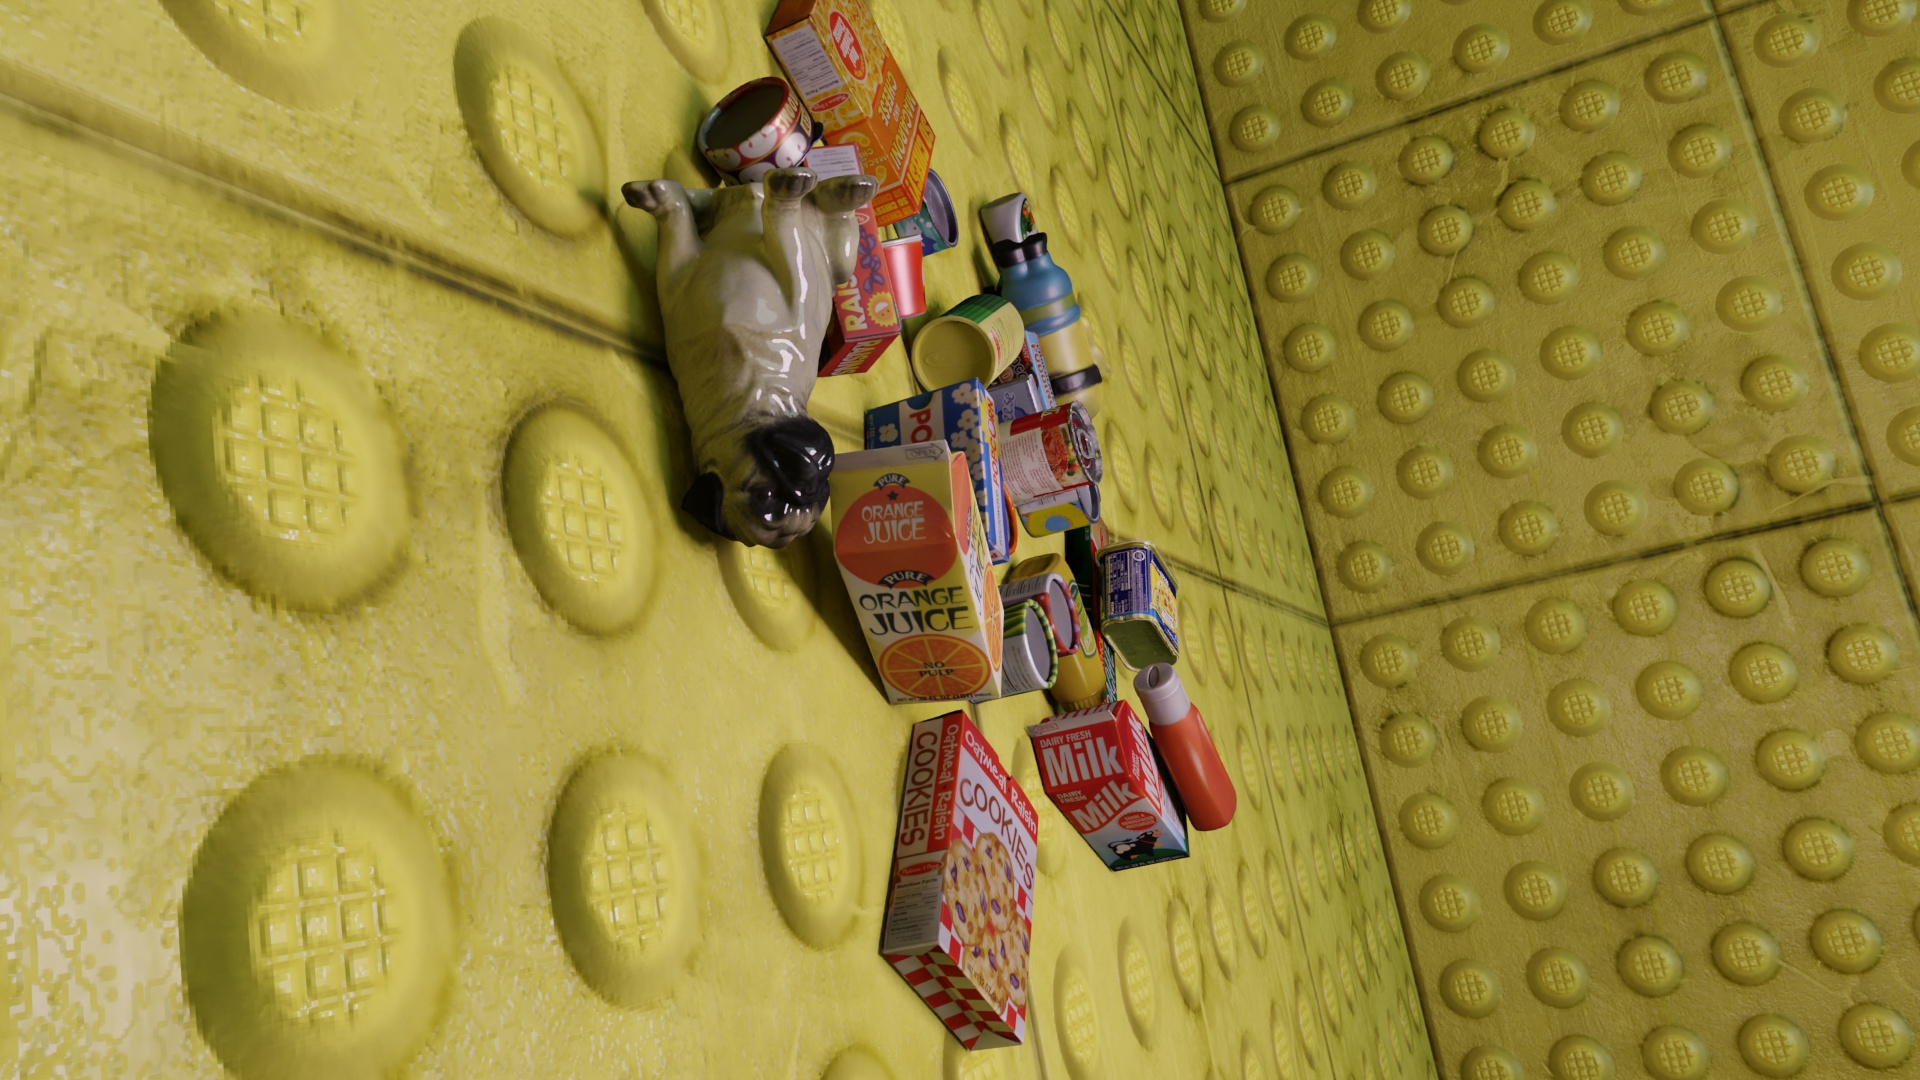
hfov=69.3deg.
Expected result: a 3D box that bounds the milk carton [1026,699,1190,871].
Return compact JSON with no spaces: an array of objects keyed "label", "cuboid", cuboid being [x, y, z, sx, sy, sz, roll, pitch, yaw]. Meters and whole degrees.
[{"label":"milk carton","cuboid":[0.122,0.193,1.135,0.190,0.072,0.074,55,28,-44]}]

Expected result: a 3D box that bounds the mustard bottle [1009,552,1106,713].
[{"label":"mustard bottle","cuboid":[0.087,0.091,1.147,0.159,0.049,0.065,68,23,-16]}]

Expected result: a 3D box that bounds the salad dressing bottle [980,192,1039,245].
[{"label":"salad dressing bottle","cuboid":[0.066,-0.260,1.345,0.147,0.044,0.064,66,24,-22]}]

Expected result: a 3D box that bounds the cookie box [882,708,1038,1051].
[{"label":"cookie box","cuboid":[0.006,0.210,0.869,0.168,0.040,0.122,-82,149,-46]}]

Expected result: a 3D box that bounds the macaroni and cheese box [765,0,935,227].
[{"label":"macaroni and cheese box","cuboid":[-0.078,-0.337,1.039,0.166,0.040,0.124,58,26,-37]}]

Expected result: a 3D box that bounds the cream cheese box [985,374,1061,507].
[{"label":"cream cheese box","cuboid":[0.051,-0.083,1.169,0.024,0.053,0.103,-46,118,-69]}]

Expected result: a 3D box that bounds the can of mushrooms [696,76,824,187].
[{"label":"can of mushrooms","cuboid":[-0.119,-0.242,0.825,0.033,0.071,0.071,51,31,-44]}]

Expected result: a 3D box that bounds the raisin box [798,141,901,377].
[{"label":"raisin box","cuboid":[-0.078,-0.173,0.868,0.086,0.040,0.123,153,-75,-69]}]

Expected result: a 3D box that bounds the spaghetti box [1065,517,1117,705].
[{"label":"spaghetti box","cuboid":[0.119,0.075,1.267,0.050,0.028,0.251,53,30,-44]}]

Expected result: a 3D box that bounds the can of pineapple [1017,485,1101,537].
[{"label":"can of pineapple","cuboid":[0.086,-0.039,1.222,0.071,0.058,0.071,-16,91,-69]}]

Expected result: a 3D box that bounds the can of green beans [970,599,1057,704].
[{"label":"can of green beans","cuboid":[0.032,0.080,1.002,0.071,0.058,0.071,-16,91,-69]}]

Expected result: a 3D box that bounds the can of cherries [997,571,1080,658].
[{"label":"can of cherries","cuboid":[0.055,0.065,1.070,0.071,0.058,0.071,-17,91,-69]}]

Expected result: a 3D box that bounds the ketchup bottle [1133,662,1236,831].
[{"label":"ketchup bottle","cuboid":[0.186,0.168,1.149,0.065,0.043,0.148,-76,145,-57]}]

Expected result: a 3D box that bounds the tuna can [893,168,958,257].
[{"label":"tuna can","cuboid":[-0.031,-0.264,1.117,0.071,0.033,0.071,-16,91,-69]}]

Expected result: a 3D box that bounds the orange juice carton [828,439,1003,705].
[{"label":"orange juice carton","cuboid":[-0.025,0.013,0.825,0.191,0.072,0.073,75,14,-46]}]

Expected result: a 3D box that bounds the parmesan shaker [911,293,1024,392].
[{"label":"parmesan shaker","cuboid":[0.008,-0.151,1.092,0.103,0.071,0.071,-52,124,-66]}]

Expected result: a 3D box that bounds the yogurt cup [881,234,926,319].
[{"label":"yogurt cup","cuboid":[-0.055,-0.178,0.956,0.072,0.072,0.053,-43,124,-67]}]

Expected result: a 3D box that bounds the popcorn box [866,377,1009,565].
[{"label":"popcorn box","cuboid":[-0.016,-0.037,0.923,0.038,0.085,0.127,46,34,-54]}]

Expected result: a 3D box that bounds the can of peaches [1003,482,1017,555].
[{"label":"can of peaches","cuboid":[0.004,-0.012,0.994,0.071,0.058,0.071,-17,91,-69]}]

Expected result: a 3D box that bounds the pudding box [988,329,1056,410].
[{"label":"pudding box","cuboid":[0.052,-0.137,1.215,0.030,0.049,0.083,-13,88,-68]}]
